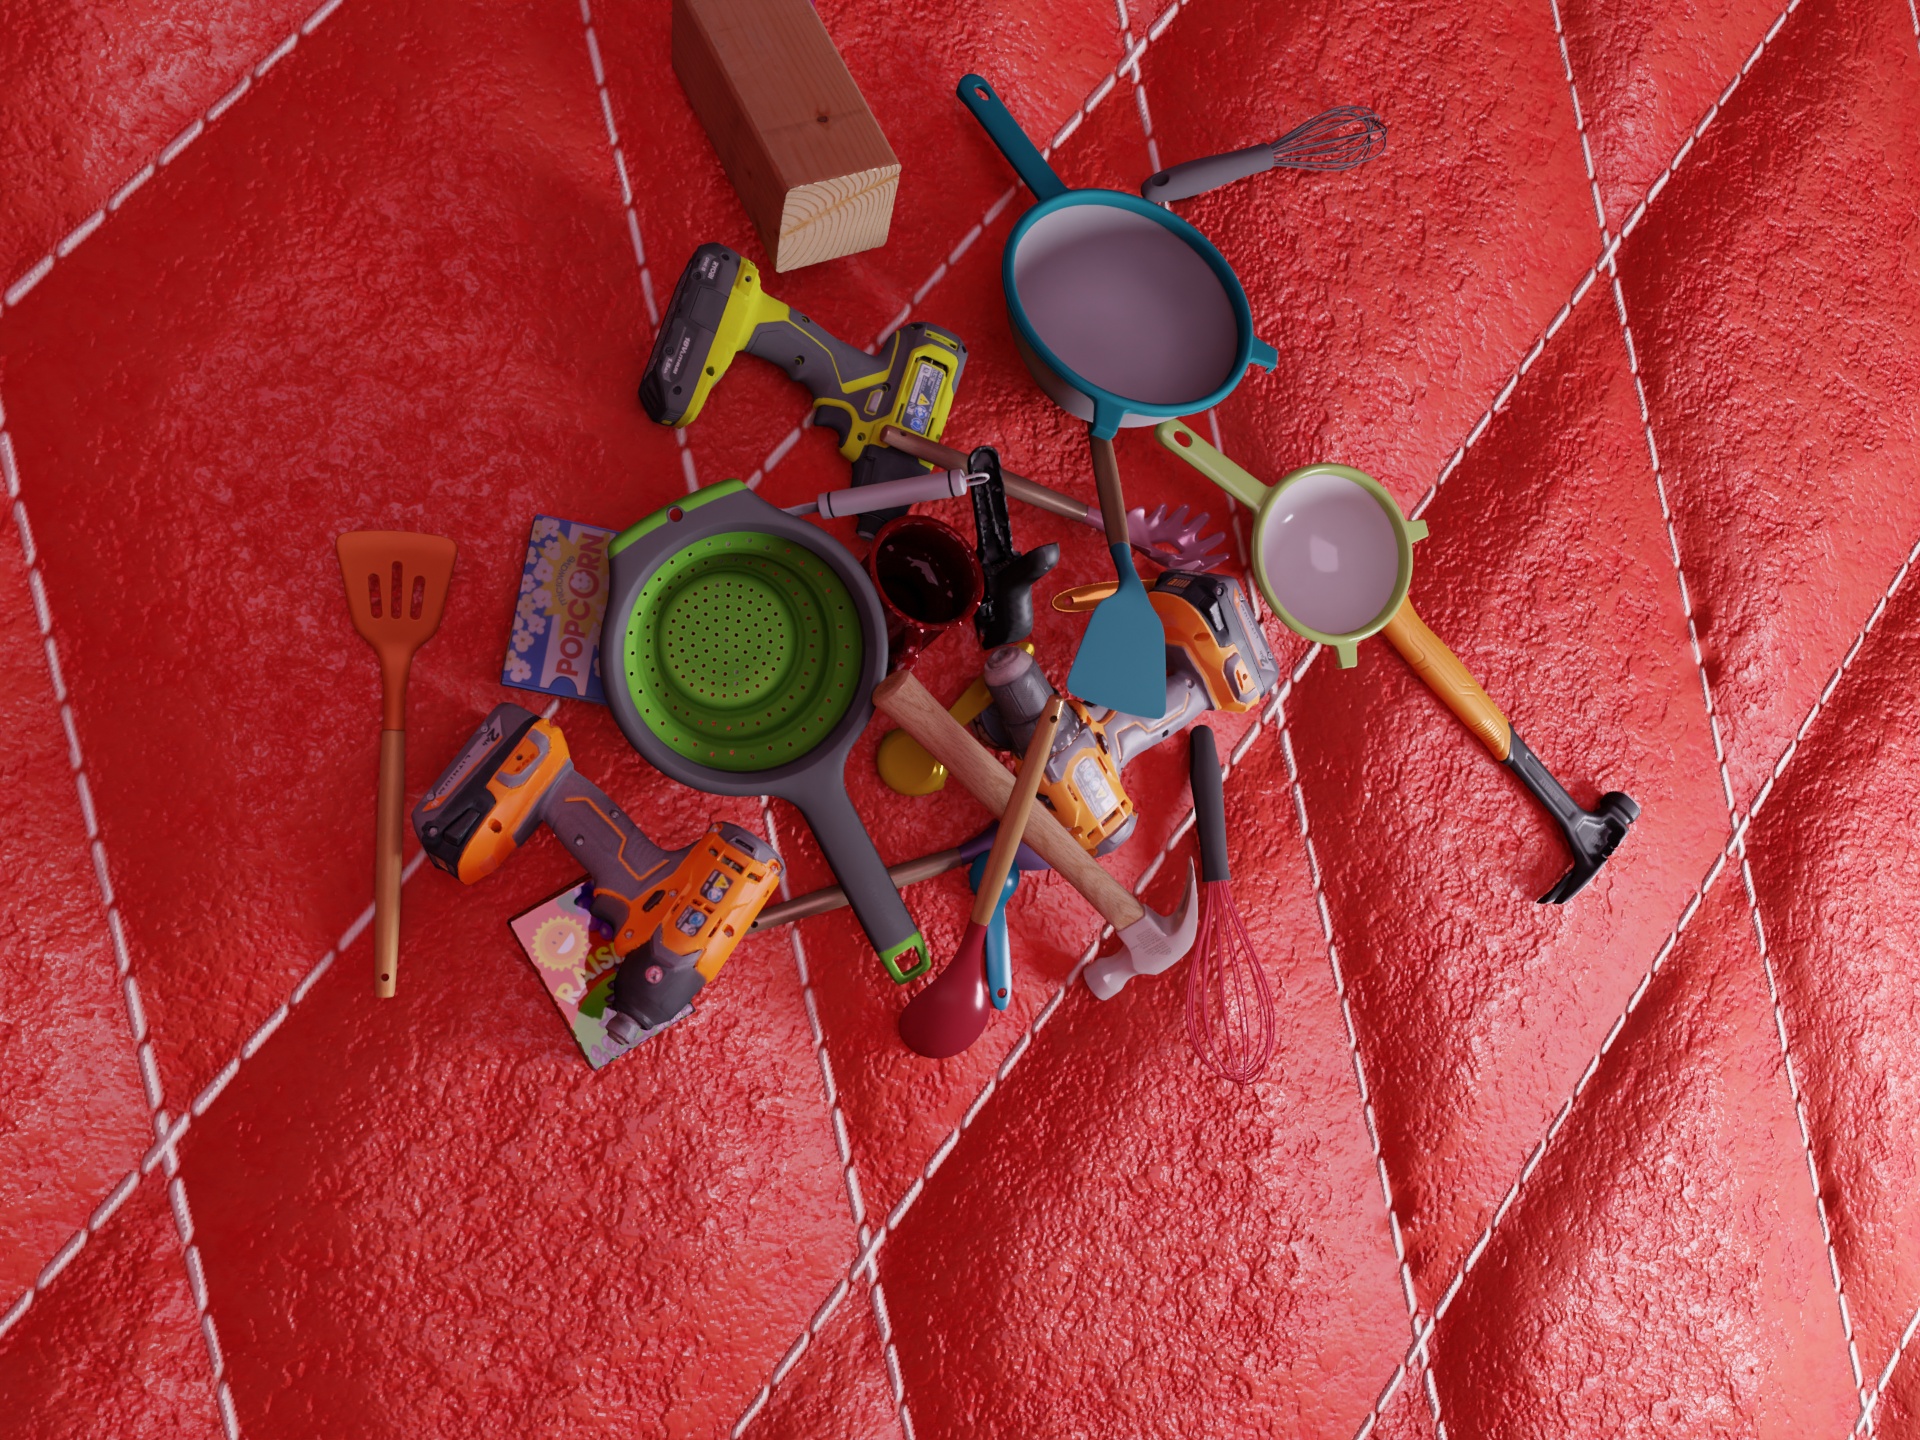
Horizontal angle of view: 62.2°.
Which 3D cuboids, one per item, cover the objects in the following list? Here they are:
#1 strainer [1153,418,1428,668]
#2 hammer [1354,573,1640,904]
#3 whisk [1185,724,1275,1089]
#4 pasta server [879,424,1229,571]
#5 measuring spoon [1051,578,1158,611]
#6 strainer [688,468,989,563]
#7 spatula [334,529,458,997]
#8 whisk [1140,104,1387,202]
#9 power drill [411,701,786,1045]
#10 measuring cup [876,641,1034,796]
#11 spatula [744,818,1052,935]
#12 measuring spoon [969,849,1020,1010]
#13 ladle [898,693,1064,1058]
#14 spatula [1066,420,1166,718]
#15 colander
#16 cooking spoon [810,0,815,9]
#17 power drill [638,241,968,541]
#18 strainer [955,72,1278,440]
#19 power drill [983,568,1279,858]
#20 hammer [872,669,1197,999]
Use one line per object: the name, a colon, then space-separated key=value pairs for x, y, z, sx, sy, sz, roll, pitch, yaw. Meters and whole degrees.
strainer: x=0.254 y=-0.164 z=1.318 sx=0.256 sy=0.069 sz=0.151 roll=34 pitch=77 yaw=-12
hammer: x=0.457 y=0.008 z=1.393 sx=0.336 sy=0.034 sz=0.127 roll=47 pitch=73 yaw=-10
whisk: x=0.210 y=0.150 z=1.292 sx=0.073 sy=0.073 sz=0.296 roll=-3 pitch=82 yaw=-18
pasta server: x=0.078 y=-0.176 z=1.246 sx=0.316 sy=0.040 sz=0.060 roll=17 pitch=51 yaw=-29
measuring spoon: x=0.129 y=-0.105 z=1.306 sx=0.117 sy=0.011 sz=0.021 roll=-11 pitch=90 yaw=-15
strainer: x=-0.105 y=-0.157 z=1.163 sx=0.258 sy=0.086 sz=0.050 roll=-8 pitch=67 yaw=10
spatula: x=-0.396 y=0.031 z=1.106 sx=0.081 sy=0.041 sz=0.322 roll=2 pitch=87 yaw=-19
whisk: x=0.261 y=-0.478 z=1.356 sx=0.239 sy=0.055 sz=0.055 roll=-20 pitch=93 yaw=-14
power drill: x=-0.256 y=0.106 z=1.086 sx=0.226 sy=0.084 sz=0.164 roll=31 pitch=66 yaw=5
measuring cup: x=-0.002 y=-0.004 z=1.216 sx=0.156 sy=0.029 sz=0.062 roll=-45 pitch=86 yaw=5
spatula: x=-0.024 y=0.115 z=1.235 sx=0.316 sy=0.018 sz=0.060 roll=-16 pitch=96 yaw=-19
measuring spoon: x=0.032 y=0.165 z=1.241 sx=0.042 sy=0.021 sz=0.128 roll=-6 pitch=96 yaw=-22
ladle: x=0.023 y=0.124 z=1.167 sx=0.069 sy=0.031 sz=0.315 roll=11 pitch=111 yaw=-19
spatula: x=0.111 y=-0.142 z=1.214 sx=0.082 sy=0.044 sz=0.318 roll=15 pitch=47 yaw=-21
colander: x=-0.128 y=0.017 z=1.175 sx=0.204 sy=0.094 sz=0.397 roll=-29 pitch=107 yaw=-12
cooking spoon: x=-0.114 y=-0.526 z=1.247 sx=0.068 sy=0.017 sz=0.319 roll=-15 pitch=91 yaw=-21
power drill: x=-0.119 y=-0.247 z=1.199 sx=0.223 sy=0.080 sz=0.171 roll=21 pitch=80 yaw=-19
strainer: x=0.084 y=-0.361 z=1.273 sx=0.211 sy=0.095 sz=0.340 roll=-27 pitch=77 yaw=-29
power drill: x=0.127 y=-0.028 z=1.236 sx=0.226 sy=0.084 sz=0.185 roll=-42 pitch=118 yaw=-19
hammer: x=0.059 y=0.079 z=1.187 sx=0.130 sy=0.031 sz=0.331 roll=-36 pitch=115 yaw=21
